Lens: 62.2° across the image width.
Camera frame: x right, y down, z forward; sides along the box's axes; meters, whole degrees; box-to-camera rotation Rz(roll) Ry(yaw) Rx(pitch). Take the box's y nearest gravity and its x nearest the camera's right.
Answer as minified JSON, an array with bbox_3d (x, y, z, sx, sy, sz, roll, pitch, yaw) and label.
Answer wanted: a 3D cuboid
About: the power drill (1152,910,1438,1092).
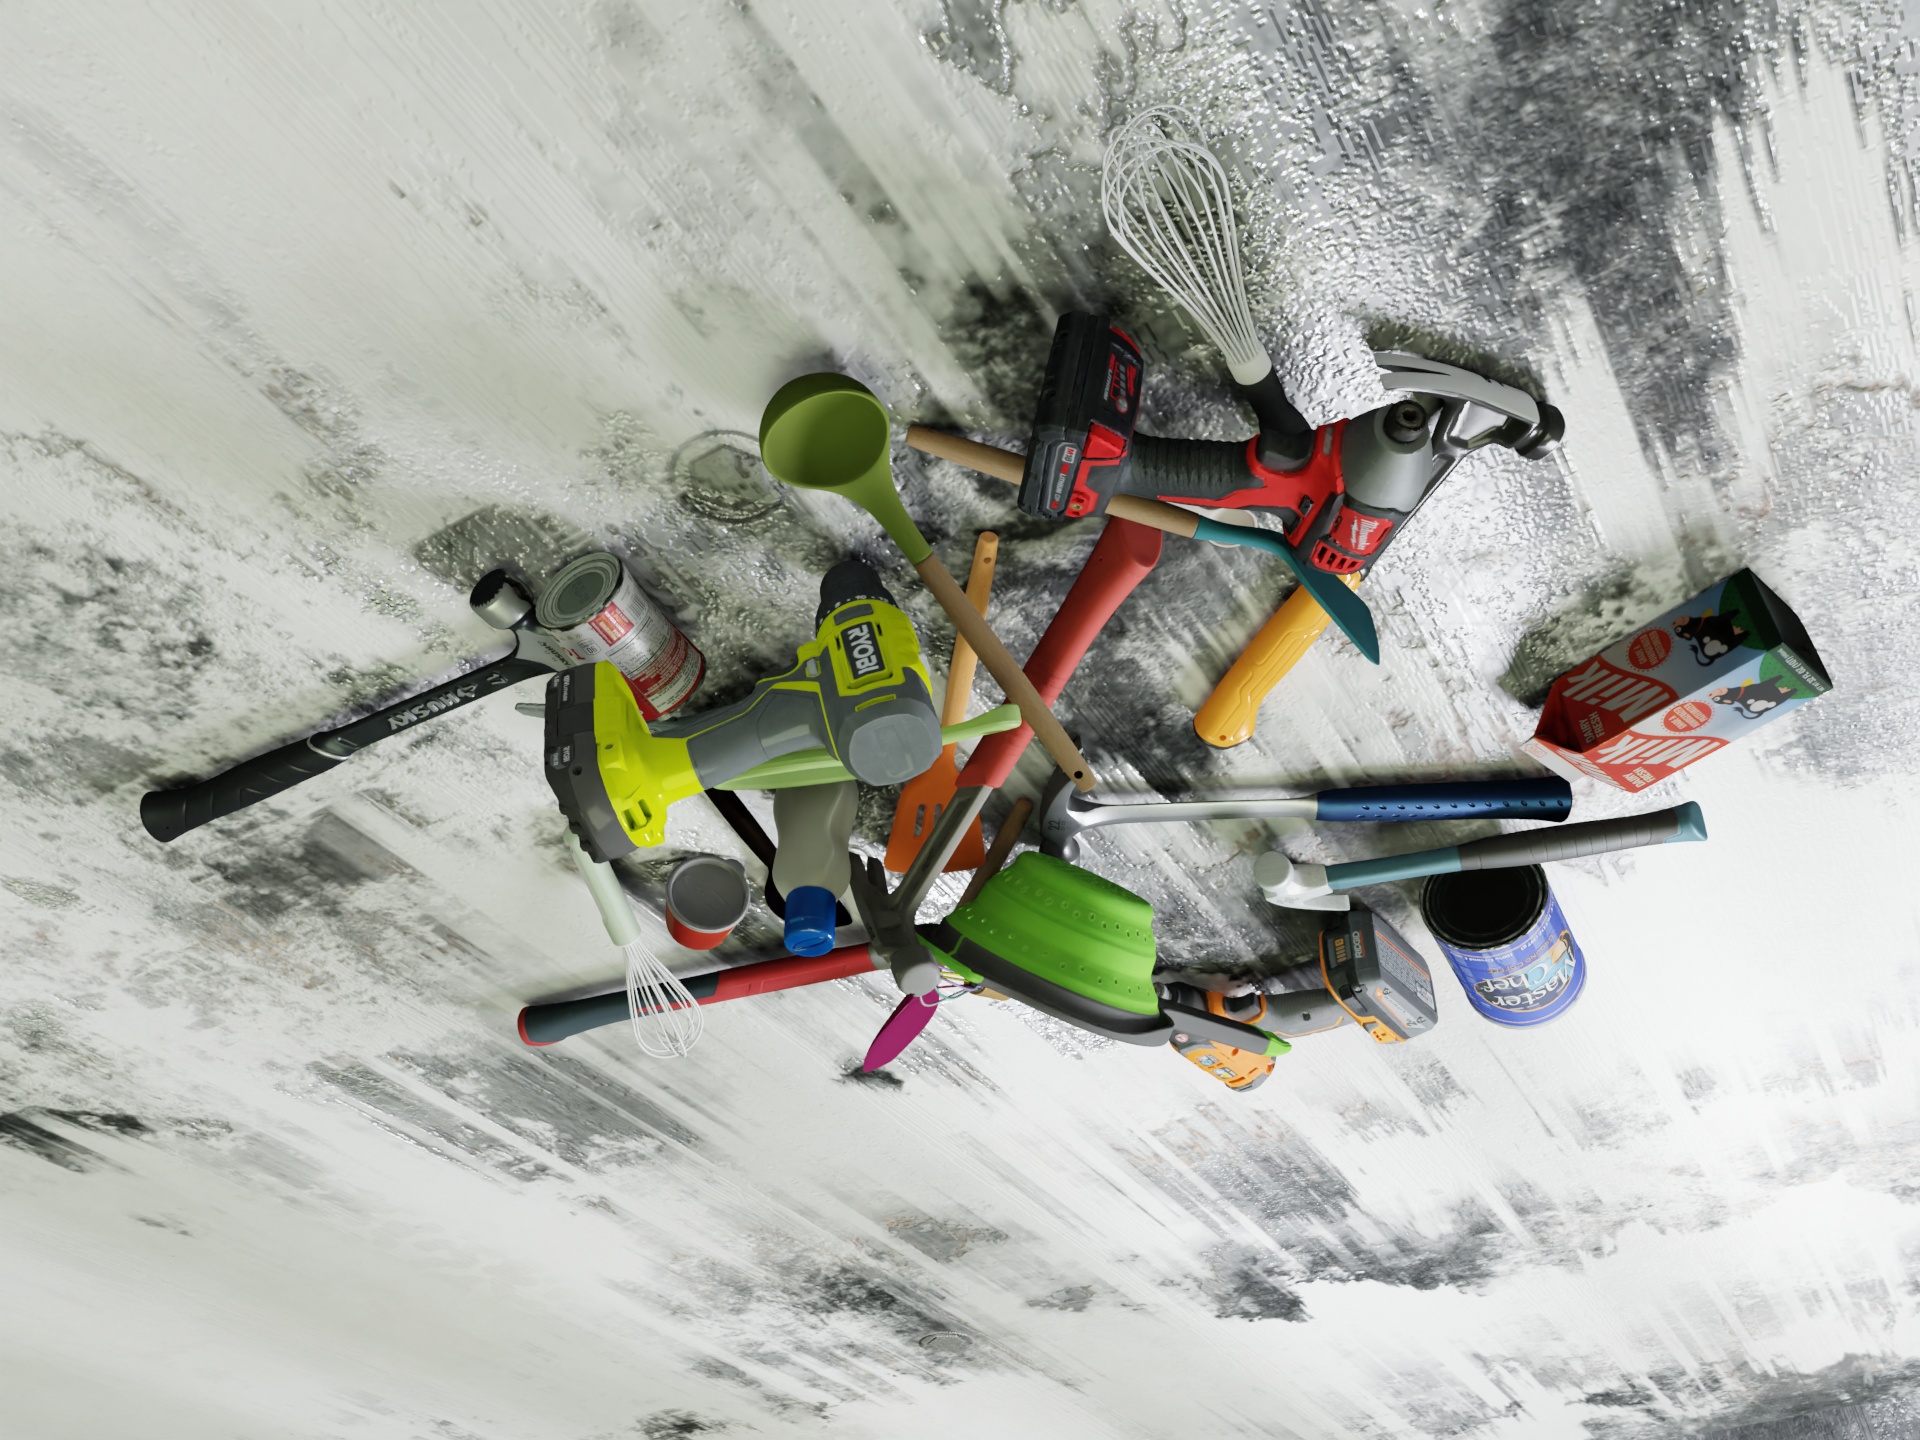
[{"bbox_3d":[0.283,0.249,1.405,0.226,0.084,0.164,-28,131,31],"label":"power drill"}]

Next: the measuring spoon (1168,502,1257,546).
[{"bbox_3d":[0.130,-0.142,1.006,0.124,0.018,0.034,18,136,-11],"label":"measuring spoon"}]

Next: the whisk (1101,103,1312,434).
[{"bbox_3d":[0.148,-0.221,0.885,0.070,0.070,0.284,-20,140,20],"label":"whisk"}]

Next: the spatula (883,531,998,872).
[{"bbox_3d":[-0.002,-0.004,1.135,0.081,0.041,0.322,-1,138,-11],"label":"spatula"}]

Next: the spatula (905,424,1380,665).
[{"bbox_3d":[0.116,-0.117,0.973,0.317,0.082,0.044,18,123,-2],"label":"spatula"}]

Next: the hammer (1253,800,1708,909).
[{"bbox_3d":[0.400,0.104,1.229,0.331,0.033,0.128,-11,161,16],"label":"hammer"}]

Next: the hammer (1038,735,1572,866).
[{"bbox_3d":[0.263,0.064,1.224,0.405,0.035,0.144,-2,139,1],"label":"hammer"}]

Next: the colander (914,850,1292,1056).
[{"bbox_3d":[0.139,0.184,1.244,0.396,0.205,0.094,22,91,-36],"label":"colander"}]

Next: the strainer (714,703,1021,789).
[{"bbox_3d":[-0.062,-0.004,1.052,0.256,0.069,0.151,-14,171,42],"label":"strainer"}]

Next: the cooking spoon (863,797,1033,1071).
[{"bbox_3d":[-0.011,0.184,1.316,0.068,0.017,0.318,-12,139,-46],"label":"cooking spoon"}]

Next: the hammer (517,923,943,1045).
[{"bbox_3d":[-0.218,0.225,1.382,0.386,0.038,0.143,-13,145,14],"label":"hammer"}]

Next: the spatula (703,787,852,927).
[{"bbox_3d":[-0.157,0.097,1.240,0.060,0.018,0.315,-11,146,11],"label":"spatula"}]

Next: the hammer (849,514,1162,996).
[{"bbox_3d":[0.026,0.010,1.083,0.036,0.149,0.359,17,116,-30],"label":"hammer"}]

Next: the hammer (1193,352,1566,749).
[{"bbox_3d":[0.240,-0.094,1.046,0.127,0.034,0.336,14,136,-18],"label":"hammer"}]

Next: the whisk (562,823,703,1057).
[{"bbox_3d":[-0.270,0.183,1.298,0.059,0.058,0.246,-26,120,-14],"label":"whisk"}]

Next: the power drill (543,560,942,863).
[{"bbox_3d":[-0.133,-0.014,0.979,0.228,0.191,0.080,-18,128,0],"label":"power drill"}]

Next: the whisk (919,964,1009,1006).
[{"bbox_3d":[0.003,0.215,1.323,0.047,0.051,0.244,-27,161,9],"label":"whisk"}]

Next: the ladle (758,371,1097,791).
[{"bbox_3d":[-0.009,-0.074,0.967,0.078,0.062,0.320,-32,109,16],"label":"ladle"}]

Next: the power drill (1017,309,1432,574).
[{"bbox_3d":[0.150,-0.151,0.892,0.219,0.079,0.143,12,159,0],"label":"power drill"}]

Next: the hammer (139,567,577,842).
[{"bbox_3d":[-0.436,0.014,1.147,0.409,0.036,0.149,-20,136,21],"label":"hammer"}]
